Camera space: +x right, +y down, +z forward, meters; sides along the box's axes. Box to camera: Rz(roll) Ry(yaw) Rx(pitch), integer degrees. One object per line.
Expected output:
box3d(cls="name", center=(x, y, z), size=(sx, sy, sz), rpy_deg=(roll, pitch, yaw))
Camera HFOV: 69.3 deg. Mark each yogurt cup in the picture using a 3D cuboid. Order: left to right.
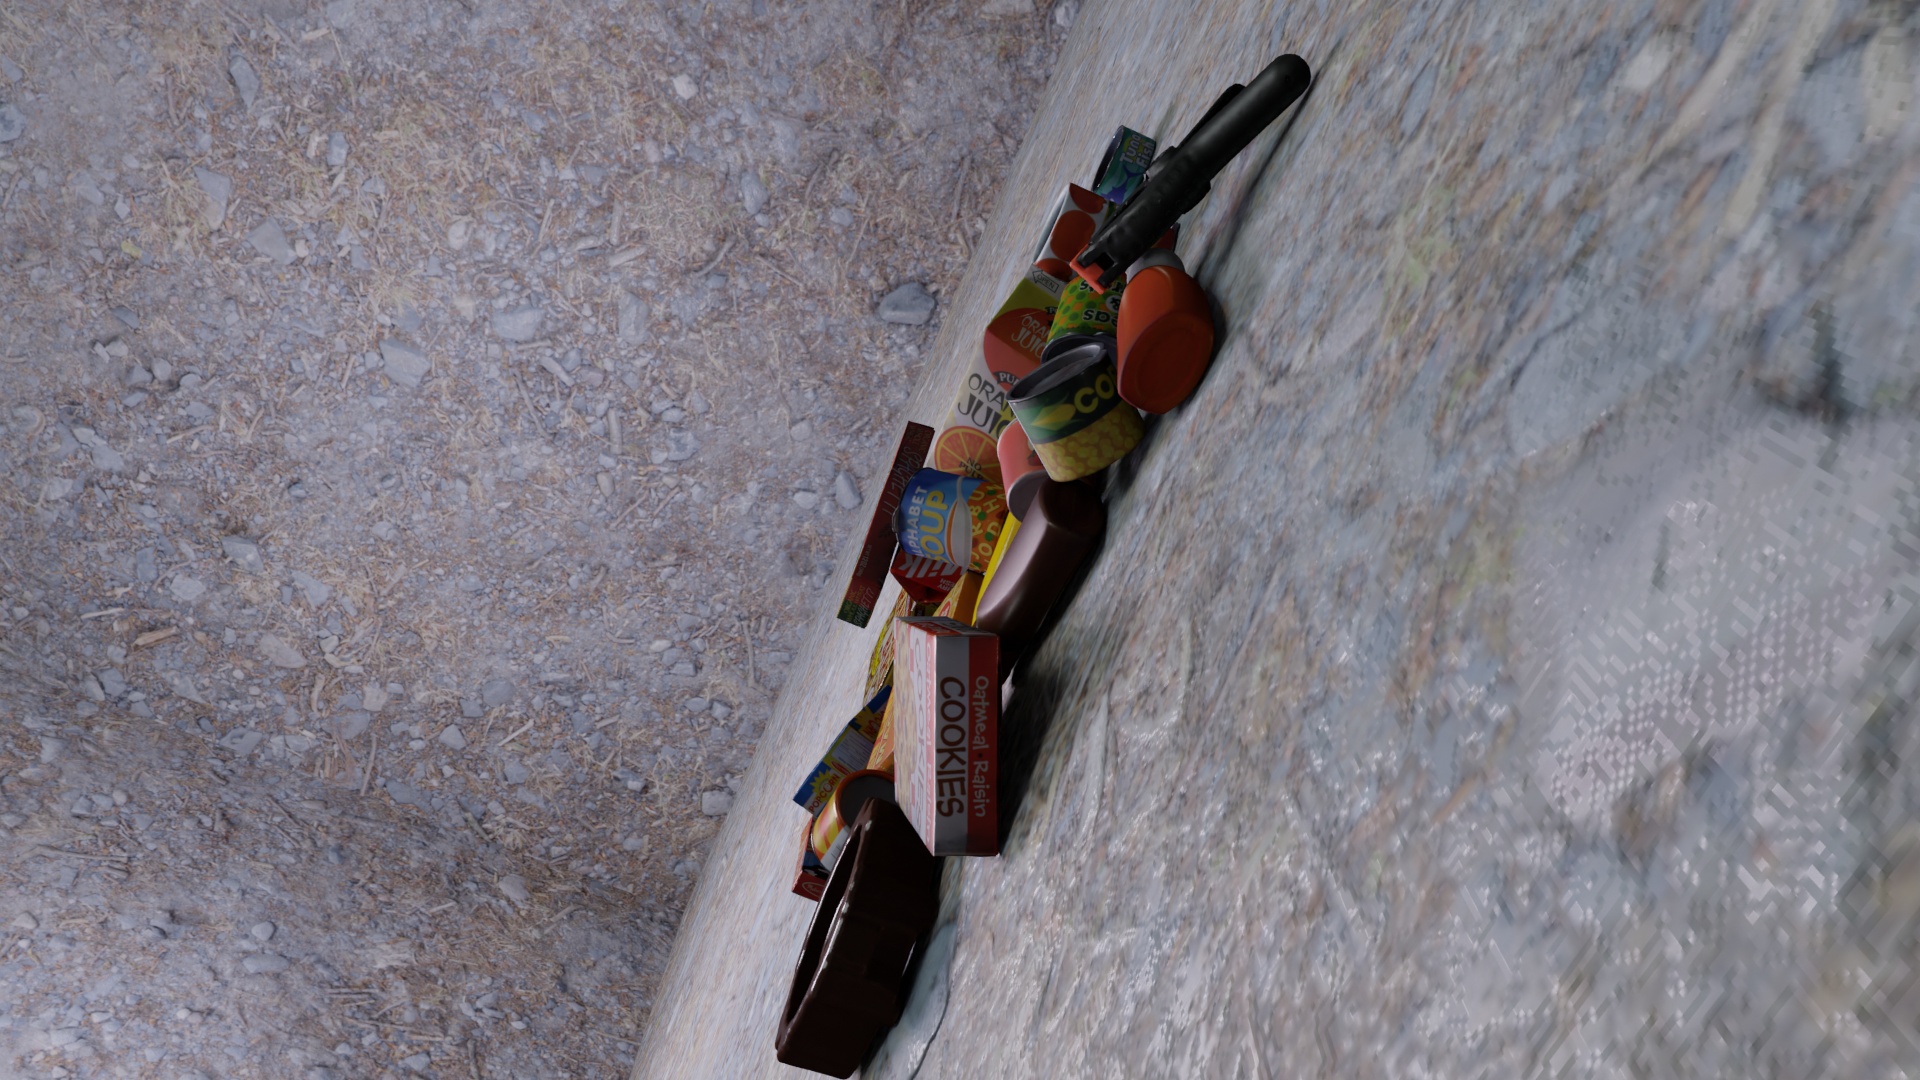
box3d(cls="yogurt cup", center=(0.057, -0.043, 0.895), size=(0.054, 0.072, 0.072), rpy_deg=(-87, 20, -46))

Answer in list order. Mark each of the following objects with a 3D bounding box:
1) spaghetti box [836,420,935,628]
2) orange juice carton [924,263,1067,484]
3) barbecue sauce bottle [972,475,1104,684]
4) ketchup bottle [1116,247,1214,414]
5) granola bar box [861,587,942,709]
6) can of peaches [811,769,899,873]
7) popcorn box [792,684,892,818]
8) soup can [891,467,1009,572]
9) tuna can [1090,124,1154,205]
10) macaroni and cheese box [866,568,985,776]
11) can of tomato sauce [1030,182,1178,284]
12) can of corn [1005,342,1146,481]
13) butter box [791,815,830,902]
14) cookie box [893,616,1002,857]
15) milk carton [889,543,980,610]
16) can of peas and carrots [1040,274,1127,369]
box3d(cls="spaghetti box", center=(-0.063, -0.021, 1.233), size=(0.251, 0.029, 0.050), rpy_deg=(-75, 8, -52))
box3d(cls="orange juice carton", center=(0.046, -0.109, 1.019), size=(0.073, 0.072, 0.191), rpy_deg=(-43, -15, -46))
box3d(cls="barbecue sauce bottle", center=(0.040, 0.031, 0.872), size=(0.065, 0.044, 0.147), rpy_deg=(-77, 11, -55))
box3d(cls="ketchup bottle", center=(0.116, -0.131, 0.808), size=(0.064, 0.043, 0.149), rpy_deg=(-60, 10, 29))
box3d(cls="granola bar box", center=(-0.053, 0.104, 1.315), size=(0.166, 0.039, 0.123), rpy_deg=(-87, 21, -67))
box3d(cls="can of peaches", center=(-0.071, 0.210, 1.036), size=(0.071, 0.071, 0.057), rpy_deg=(-75, 11, -45))
box3d(cls="popcorn box", center=(-0.087, 0.180, 1.183), size=(0.085, 0.038, 0.127), rpy_deg=(-53, -4, 14))
box3d(cls="soup can", center=(0.004, -0.013, 1.008), size=(0.072, 0.084, 0.071), rpy_deg=(-35, -48, -52))
box3d(cls="tuna can", center=(0.144, -0.331, 1.226), size=(0.071, 0.033, 0.071), rpy_deg=(-155, 87, -82))
box3d(cls="macaroni and cheese box", center=(-0.019, 0.114, 1.056), size=(0.165, 0.040, 0.124), rpy_deg=(125, 165, -56))
box3d(cls="can of tomato sauce", center=(0.101, -0.207, 0.979), size=(0.071, 0.083, 0.071), rpy_deg=(-155, 87, -82))
box3d(cls="can of corn", center=(0.071, -0.076, 0.823), size=(0.071, 0.058, 0.071), rpy_deg=(-28, 17, 9))
box3d(cls="butter box", center=(-0.112, 0.275, 1.186), size=(0.104, 0.053, 0.024), rpy_deg=(-96, 31, -74))
box3d(cls="cookie box", center=(-0.010, 0.112, 0.838), size=(0.167, 0.040, 0.123), rpy_deg=(180, 90, -80))
box3d(cls="milk carton", center=(-0.005, -0.016, 1.200), size=(0.189, 0.073, 0.073), rpy_deg=(120, 170, -48))
box3d(cls="can of peas and carrots", center=(0.091, -0.133, 0.898), size=(0.070, 0.071, 0.059), rpy_deg=(124, 167, -57))
